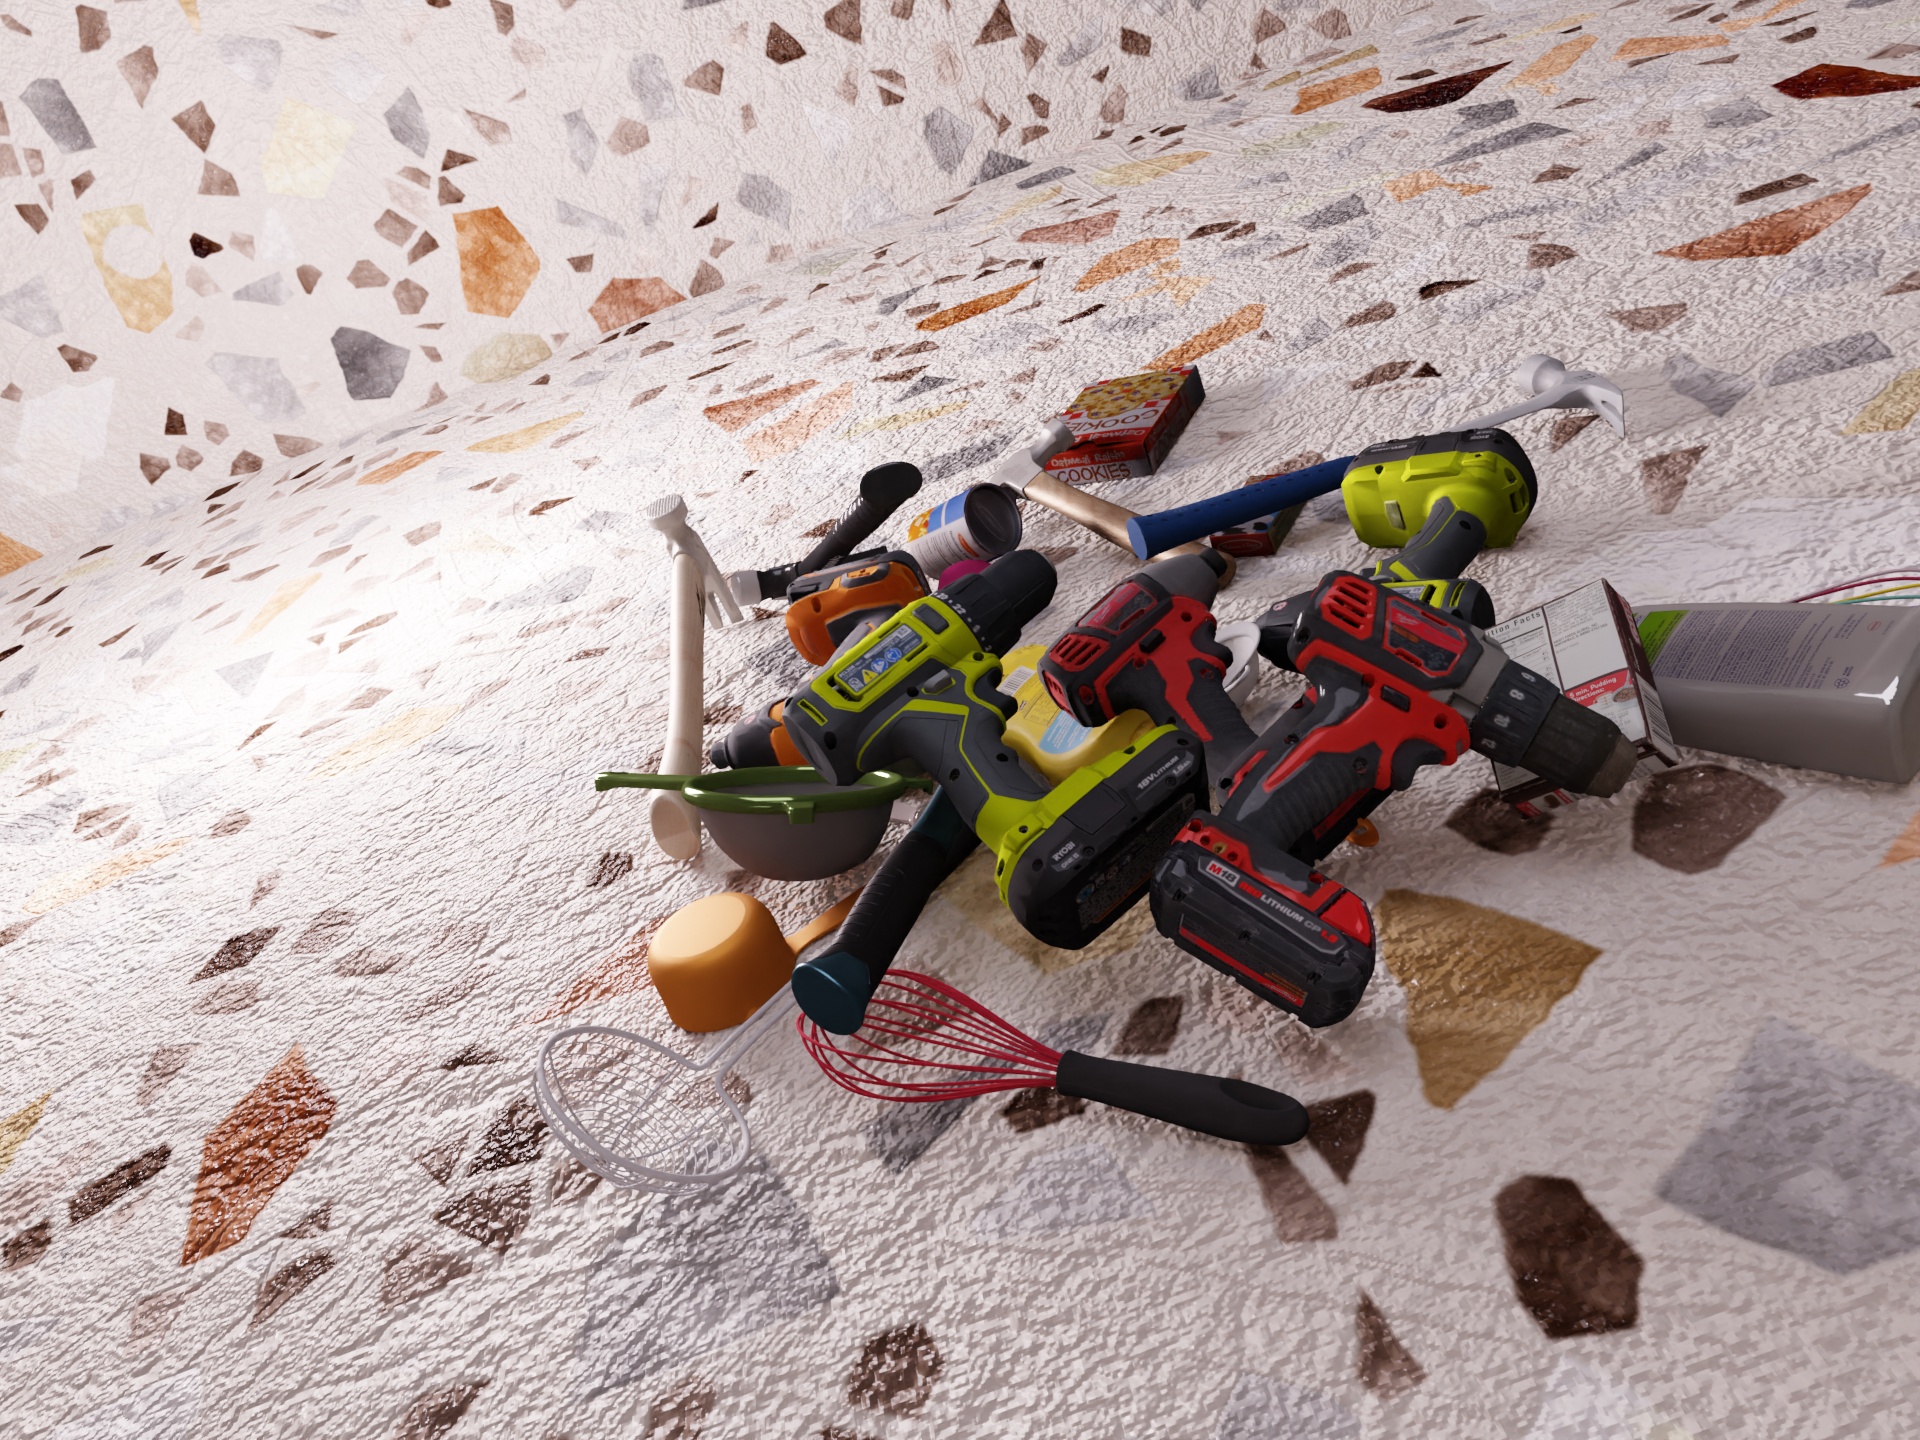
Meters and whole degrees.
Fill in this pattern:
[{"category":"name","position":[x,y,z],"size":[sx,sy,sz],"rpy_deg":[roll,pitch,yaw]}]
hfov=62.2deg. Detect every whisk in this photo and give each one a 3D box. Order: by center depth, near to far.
[{"category":"whisk","position":[0.038,0.180,0.826],"size":[0.296,0.073,0.073],"rpy_deg":[6,38,31]},{"category":"whisk","position":[0.469,-0.056,0.943],"size":[0.245,0.051,0.047],"rpy_deg":[-3,68,41]}]

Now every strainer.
[{"category":"strainer","position":[-0.155,0.071,1.097],"size":[0.256,0.069,0.151],"rpy_deg":[1,6,32]},{"category":"strainer","position":[0.152,-0.047,1.148],"size":[0.087,0.050,0.259],"rpy_deg":[-47,26,-3]}]

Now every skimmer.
[{"category":"skimmer","position":[-0.091,0.141,0.944],"size":[0.127,0.090,0.363],"rpy_deg":[35,53,20]}]

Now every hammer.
[{"category":"hammer","position":[-0.026,0.081,0.938],"size":[0.128,0.033,0.331],"rpy_deg":[26,27,4]},{"category":"hammer","position":[0.328,-0.204,1.257],"size":[0.405,0.035,0.144],"rpy_deg":[-19,28,-7]},{"category":"hammer","position":[-0.091,-0.154,1.330],"size":[0.146,0.035,0.335],"rpy_deg":[-11,-5,-19]},{"category":"hammer","position":[-0.225,-0.027,1.333],"size":[0.038,0.146,0.411],"rpy_deg":[-19,38,7]},{"category":"hammer","position":[0.122,-0.172,1.368],"size":[0.130,0.031,0.332],"rpy_deg":[-45,37,-5]}]

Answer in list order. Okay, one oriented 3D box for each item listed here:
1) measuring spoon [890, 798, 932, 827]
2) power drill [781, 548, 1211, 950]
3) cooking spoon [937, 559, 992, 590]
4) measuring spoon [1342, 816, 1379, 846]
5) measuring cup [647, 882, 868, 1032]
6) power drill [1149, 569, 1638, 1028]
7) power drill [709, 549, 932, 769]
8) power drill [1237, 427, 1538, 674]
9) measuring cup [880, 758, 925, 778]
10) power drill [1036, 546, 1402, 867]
[{"category":"measuring spoon","position":[-0.050,0.059,1.130],"size":[0.124,0.018,0.034],"rpy_deg":[10,42,45]},{"category":"power drill","position":[0.034,0.004,0.916],"size":[0.190,0.080,0.229],"rpy_deg":[-38,56,-17]},{"category":"cooking spoon","position":[-0.024,-0.072,1.236],"size":[0.017,0.069,0.319],"rpy_deg":[-56,-7,31]},{"category":"measuring spoon","position":[0.221,0.046,0.969],"size":[0.021,0.011,0.117],"rpy_deg":[-26,29,-6]},{"category":"measuring cup","position":[-0.120,0.128,1.023],"size":[0.173,0.052,0.095],"rpy_deg":[-32,30,-15]},{"category":"power drill","position":[0.222,0.045,0.821],"size":[0.188,0.080,0.227],"rpy_deg":[30,71,17]},{"category":"power drill","position":[-0.107,-0.038,1.274],"size":[0.164,0.084,0.227],"rpy_deg":[-13,33,17]},{"category":"power drill","position":[0.304,-0.112,1.118],"size":[0.171,0.080,0.223],"rpy_deg":[-1,38,37]},{"category":"measuring cup","position":[-0.002,-0.004,1.160],"size":[0.167,0.083,0.038],"rpy_deg":[-15,36,-32]},{"category":"power drill","position":[0.163,-0.020,0.972],"size":[0.143,0.078,0.220],"rpy_deg":[-42,50,-10]}]
